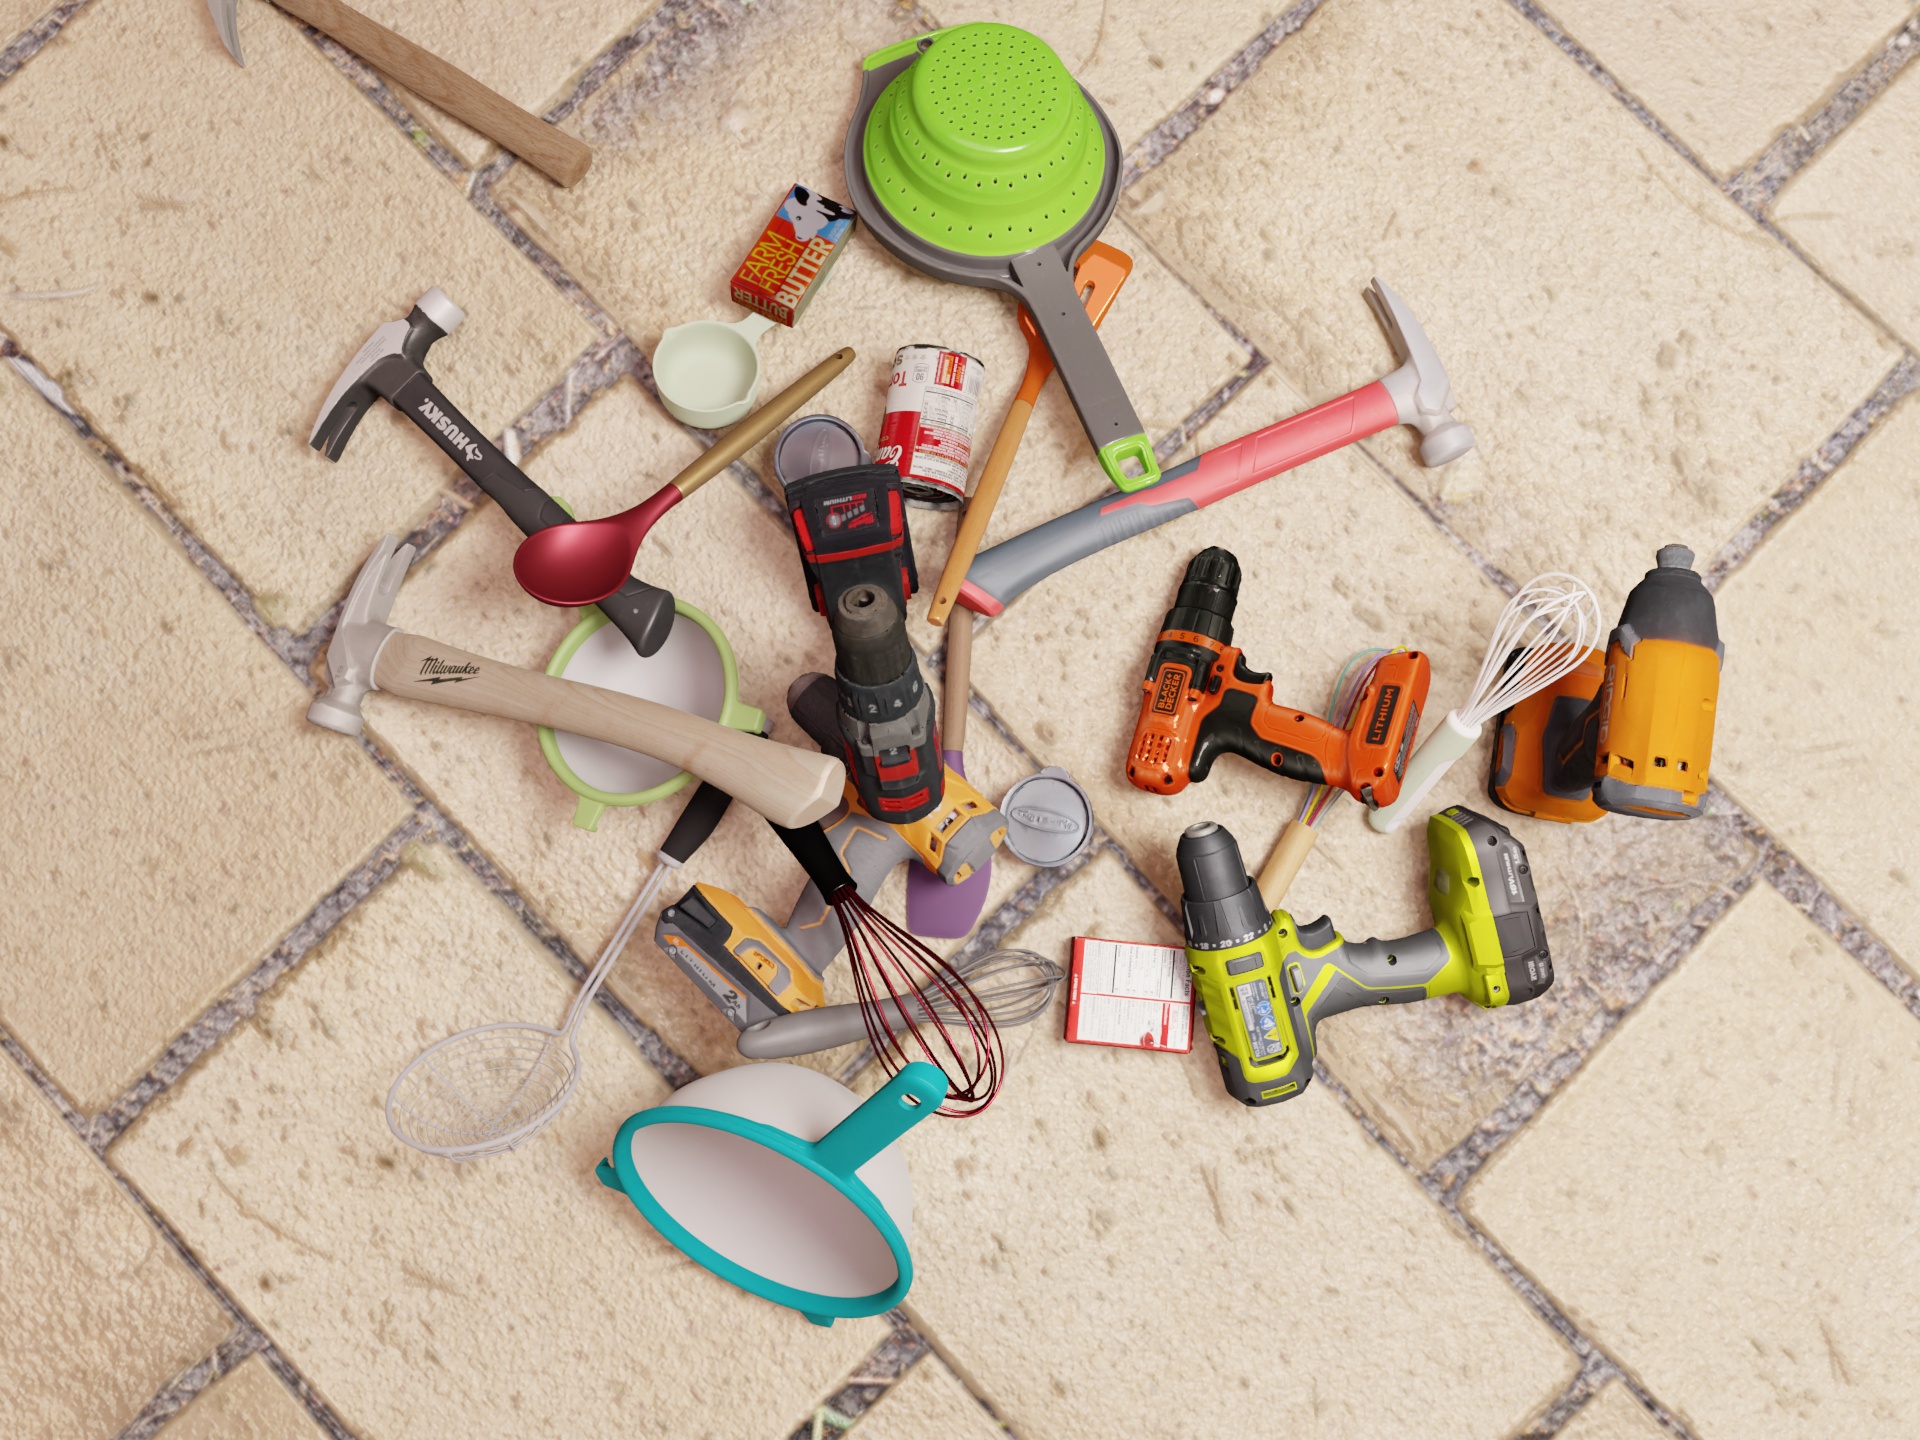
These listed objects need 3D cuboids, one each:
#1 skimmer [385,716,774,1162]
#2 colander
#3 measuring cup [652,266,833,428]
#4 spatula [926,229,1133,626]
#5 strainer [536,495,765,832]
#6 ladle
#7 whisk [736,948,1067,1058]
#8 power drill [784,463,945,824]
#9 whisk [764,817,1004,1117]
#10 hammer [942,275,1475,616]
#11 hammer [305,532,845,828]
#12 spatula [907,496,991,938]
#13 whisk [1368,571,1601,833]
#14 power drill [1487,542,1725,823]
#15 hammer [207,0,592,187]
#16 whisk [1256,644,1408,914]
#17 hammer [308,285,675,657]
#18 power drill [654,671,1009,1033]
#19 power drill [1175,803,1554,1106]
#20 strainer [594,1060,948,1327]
[{"bbox_3d":[-0.251,0.137,1.088,0.127,0.090,0.363,24,79,43],"label":"skimmer"},{"bbox_3d":[0.051,-0.347,1.106,0.204,0.094,0.397,-21,76,-10],"label":"colander"},{"bbox_3d":[-0.153,-0.277,1.167,0.083,0.038,0.167,41,69,9],"label":"measuring cup"},{"bbox_3d":[0.037,-0.209,1.124,0.081,0.041,0.323,20,68,3],"label":"spatula"},{"bbox_3d":[-0.237,-0.050,1.131,0.151,0.069,0.257,-31,66,6],"label":"strainer"},{"bbox_3d":[-0.179,-0.174,1.097,0.069,0.031,0.315,39,61,11],"label":"ladle"},{"bbox_3d":[-0.035,0.191,1.056,0.239,0.055,0.055,-7,83,-26],"label":"whisk"},{"bbox_3d":[-0.060,-0.068,1.026,0.080,0.187,0.227,-11,50,-2],"label":"power drill"},{"bbox_3d":[-0.066,0.125,1.008,0.073,0.073,0.296,-35,63,-3],"label":"whisk"},{"bbox_3d":[0.162,-0.183,1.131,0.386,0.038,0.143,-23,81,-4],"label":"hammer"},{"bbox_3d":[-0.258,-0.018,1.068,0.411,0.038,0.146,15,81,22],"label":"hammer"},{"bbox_3d":[-0.002,-0.004,1.134,0.060,0.018,0.316,2,84,10],"label":"spatula"},{"bbox_3d":[0.334,-0.003,1.037,0.058,0.246,0.059,-15,58,-34],"label":"whisk"},{"bbox_3d":[0.416,-0.015,1.020,0.084,0.226,0.164,10,84,2],"label":"power drill"},{"bbox_3d":[-0.423,-0.495,1.194,0.331,0.031,0.130,33,85,4],"label":"hammer"},{"bbox_3d":[0.249,0.053,1.111,0.051,0.047,0.245,29,88,3],"label":"whisk"},{"bbox_3d":[-0.321,-0.159,1.118,0.335,0.035,0.146,43,87,18],"label":"hammer"},{"bbox_3d":[-0.105,0.090,1.093,0.185,0.084,0.226,42,84,17],"label":"power drill"},{"bbox_3d":[0.261,0.137,1.066,0.228,0.080,0.190,-16,99,-1],"label":"power drill"},{"bbox_3d":[-0.083,0.257,0.994,0.211,0.340,0.095,36,45,-6],"label":"strainer"}]
